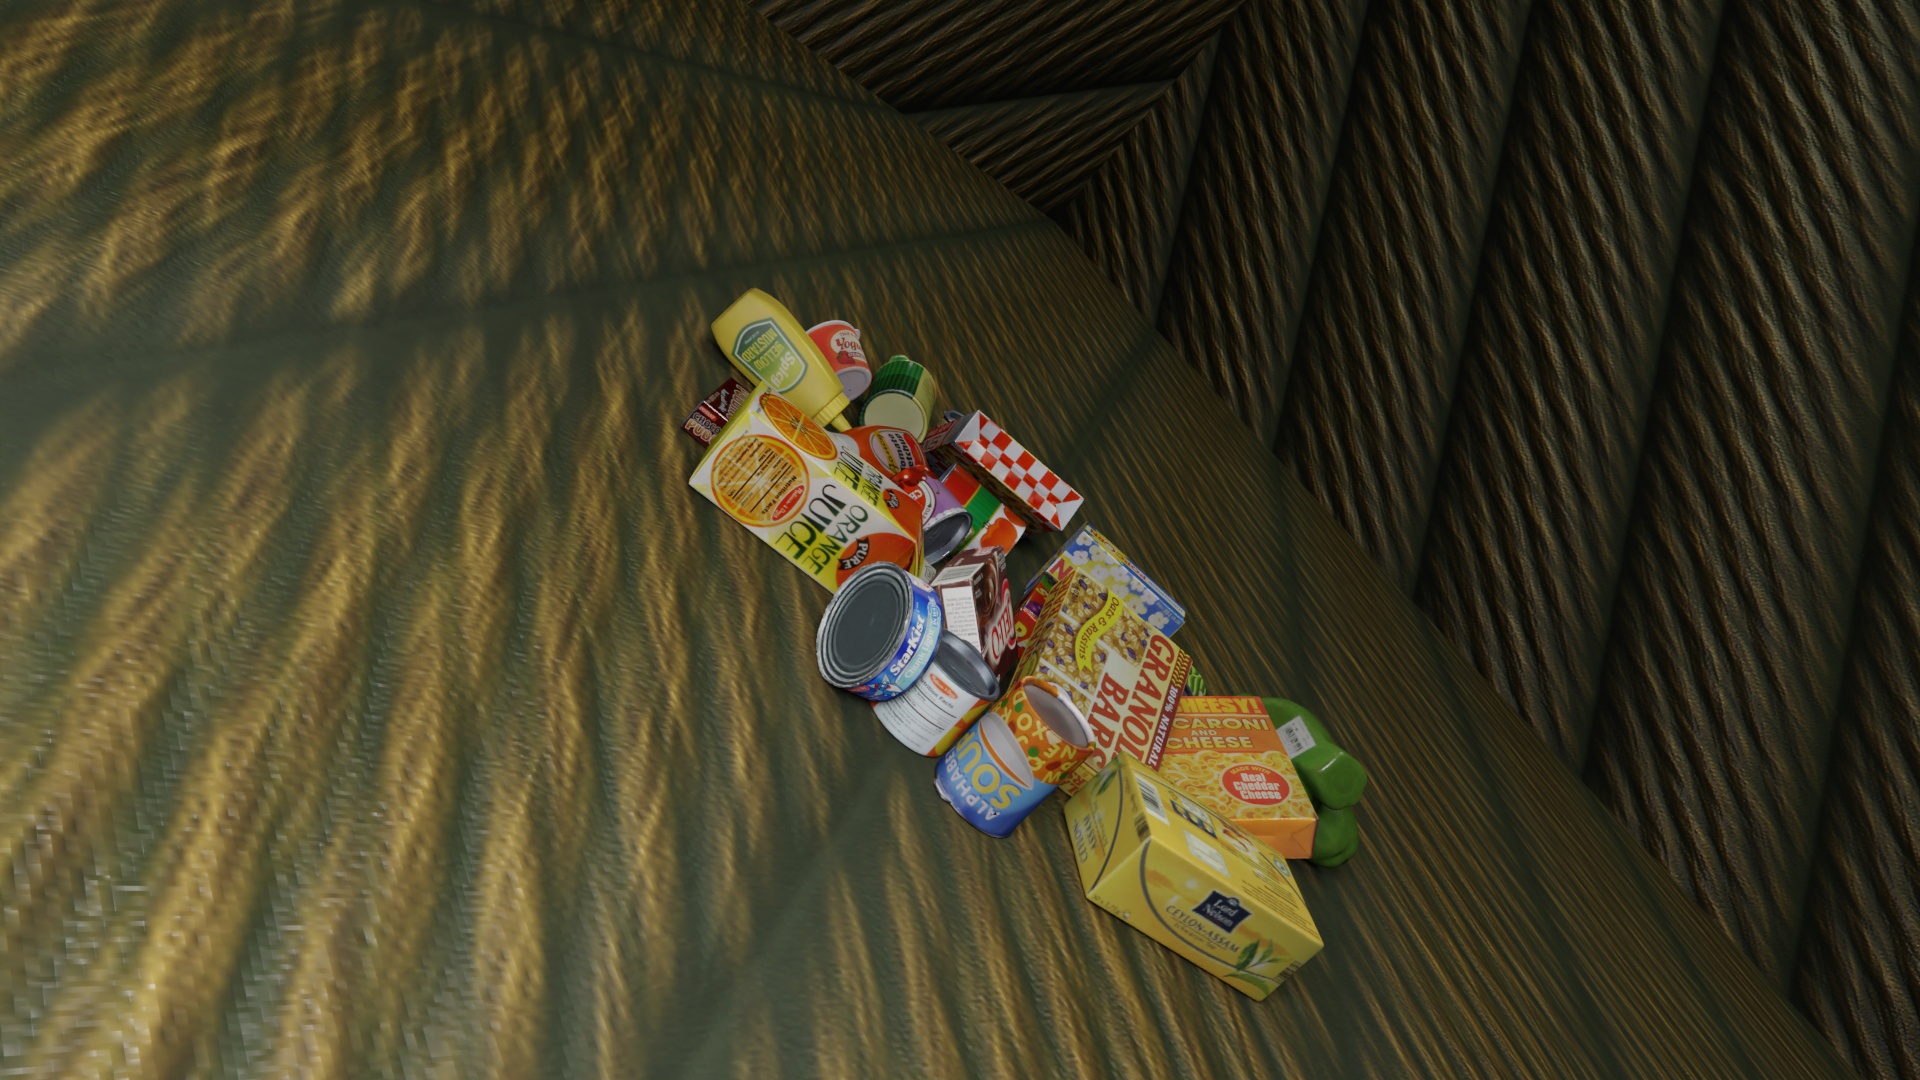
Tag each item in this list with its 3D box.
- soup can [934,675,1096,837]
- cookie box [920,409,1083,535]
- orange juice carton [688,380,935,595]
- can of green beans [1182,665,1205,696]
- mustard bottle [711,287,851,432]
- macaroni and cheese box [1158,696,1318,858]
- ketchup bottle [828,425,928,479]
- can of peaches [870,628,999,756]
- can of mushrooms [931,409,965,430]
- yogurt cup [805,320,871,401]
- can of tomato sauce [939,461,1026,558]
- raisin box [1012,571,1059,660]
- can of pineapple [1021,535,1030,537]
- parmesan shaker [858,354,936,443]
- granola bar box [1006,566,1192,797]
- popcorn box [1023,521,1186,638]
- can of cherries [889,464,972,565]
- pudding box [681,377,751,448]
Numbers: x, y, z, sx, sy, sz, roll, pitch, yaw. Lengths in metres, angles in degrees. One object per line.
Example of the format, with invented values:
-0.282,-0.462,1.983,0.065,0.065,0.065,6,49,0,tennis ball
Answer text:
0.034,0.137,0.884,0.071,0.083,0.071,37,19,-15,soup can
0.027,-0.057,1.264,0.123,0.040,0.167,39,-13,-12,cookie box
-0.093,-0.021,1.000,0.192,0.073,0.072,38,18,-14,orange juice carton
0.177,0.138,1.210,0.071,0.071,0.058,46,17,11,can of green beans
-0.142,-0.144,1.202,0.160,0.065,0.049,46,14,-9,mustard bottle
0.194,0.182,1.087,0.124,0.040,0.167,1,26,-4,macaroni and cheese box
-0.082,-0.069,1.177,0.149,0.043,0.065,2,64,-62,ketchup bottle
-0.017,0.098,0.910,0.071,0.058,0.071,37,18,-14,can of peaches
0.000,-0.104,1.452,0.071,0.033,0.071,38,19,-15,can of mushrooms
-0.118,-0.163,1.294,0.072,0.072,0.054,15,40,-55,yogurt cup
0.004,-0.015,1.206,0.083,0.071,0.071,41,18,-6,can of tomato sauce
0.084,0.081,1.190,0.086,0.040,0.124,43,18,0,raisin box
0.066,-0.039,1.387,0.071,0.071,0.058,46,17,11,can of pineapple
-0.060,-0.131,1.329,0.071,0.071,0.103,39,19,-11,parmesan shaker
0.103,0.115,1.048,0.124,0.039,0.166,39,43,-10,granola bar box
0.132,0.057,1.272,0.126,0.085,0.038,42,18,-1,popcorn box
-0.034,-0.020,1.130,0.058,0.071,0.071,50,19,23,can of cherries
-0.175,-0.091,1.059,0.049,0.030,0.084,41,18,-8,pudding box
